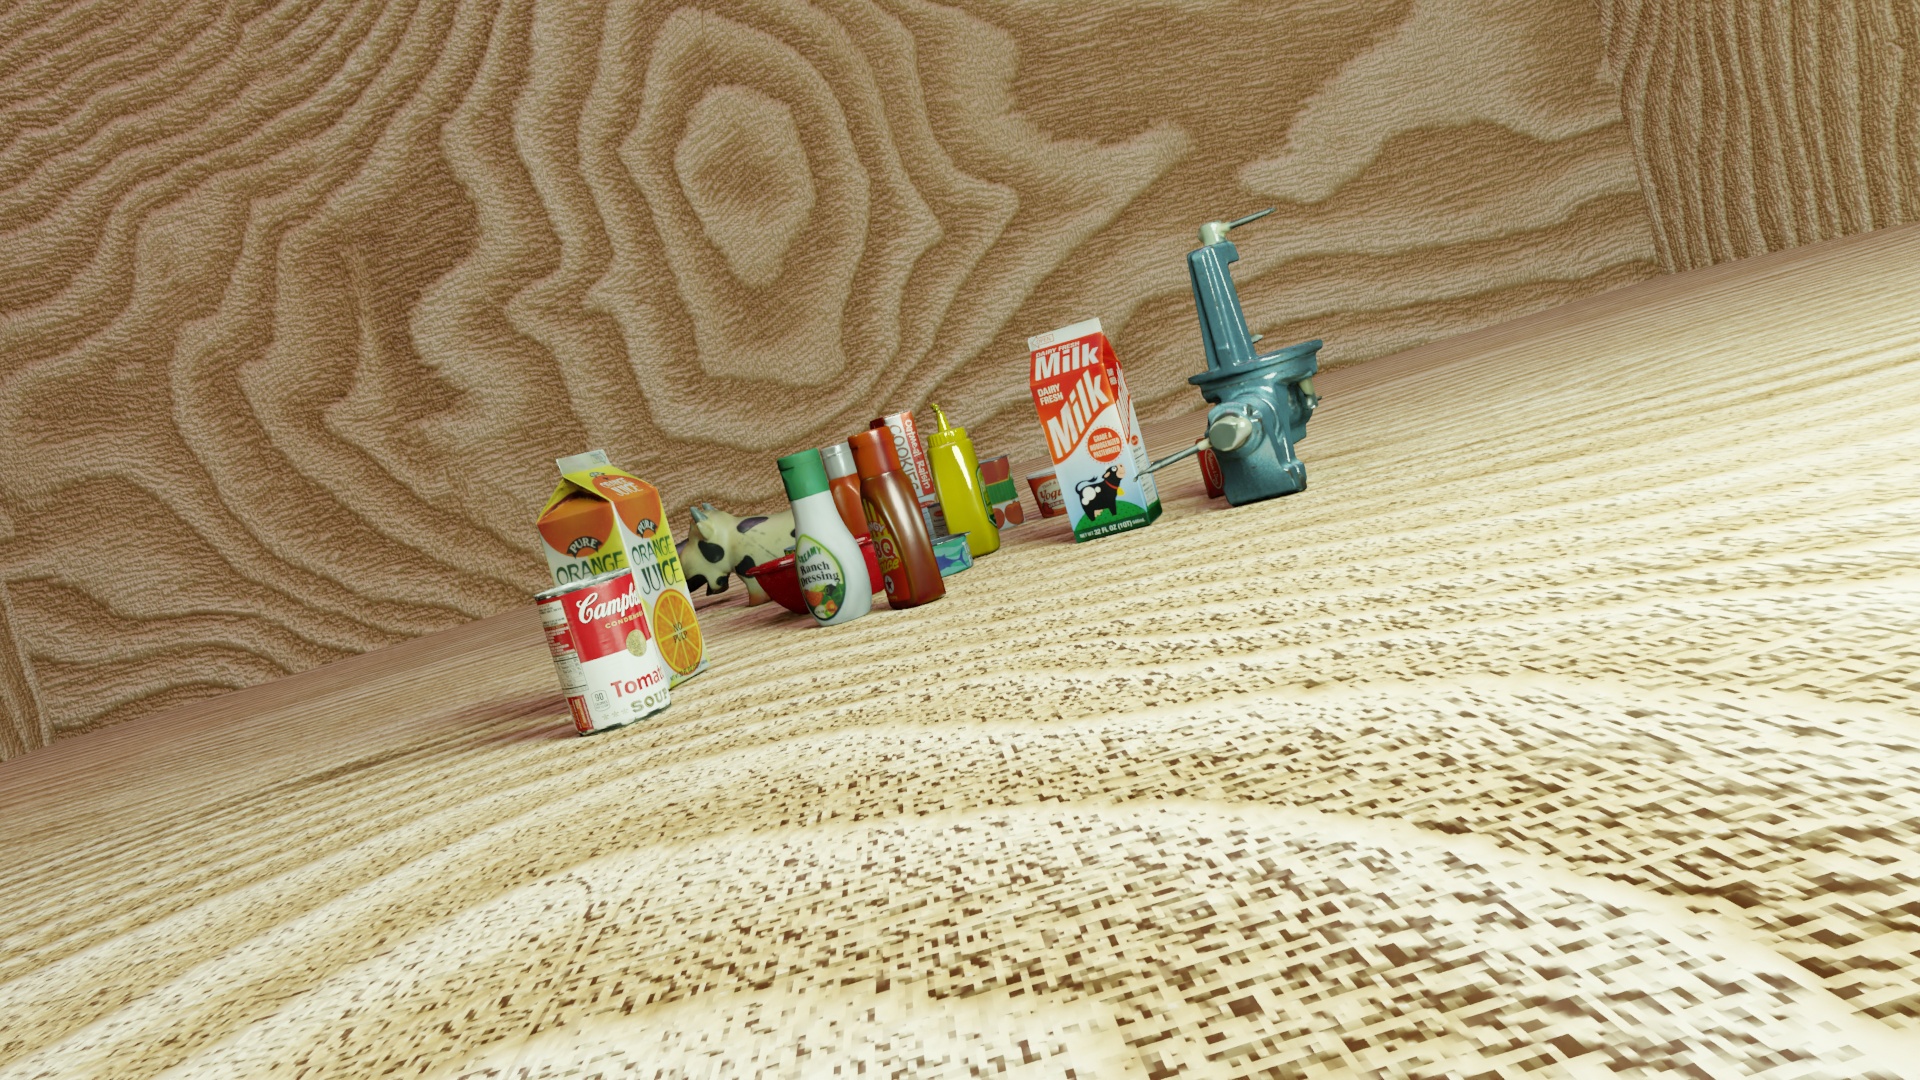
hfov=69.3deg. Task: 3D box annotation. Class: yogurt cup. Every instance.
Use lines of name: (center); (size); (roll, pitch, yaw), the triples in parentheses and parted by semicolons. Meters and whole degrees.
yogurt cup: (0.115, -0.059, 1.610); (0.072, 0.054, 0.072); (-16, 4, 1)

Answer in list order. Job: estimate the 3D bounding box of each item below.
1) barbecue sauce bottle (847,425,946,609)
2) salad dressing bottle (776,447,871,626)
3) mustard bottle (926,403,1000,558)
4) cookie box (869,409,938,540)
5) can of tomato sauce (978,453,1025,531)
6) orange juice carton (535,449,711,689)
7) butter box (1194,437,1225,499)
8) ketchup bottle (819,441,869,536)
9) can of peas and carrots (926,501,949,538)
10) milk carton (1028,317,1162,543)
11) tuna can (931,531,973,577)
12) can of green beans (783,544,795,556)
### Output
barbecue sauce bottle: (-0.055, -0.019, 1.147); (0.044, 0.148, 0.065); (-18, 5, -25)
salad dressing bottle: (-0.118, -0.003, 1.175); (0.064, 0.147, 0.044); (-13, 5, 39)
mustard bottle: (-0.002, -0.062, 1.392); (0.049, 0.160, 0.065); (-16, 4, 8)
cookie box: (-0.067, -0.076, 1.732); (0.040, 0.167, 0.123); (-17, 4, -11)
can of tomato sauce: (0.036, -0.053, 1.637); (0.071, 0.083, 0.071); (-16, 4, 1)
orange juice carton: (-0.267, 0.025, 1.078); (0.073, 0.192, 0.072); (-15, 4, 18)
butter box: (0.244, -0.073, 1.343); (0.024, 0.053, 0.104); (-15, 5, 12)
ketchup bottle: (-0.126, -0.039, 1.621); (0.064, 0.148, 0.043); (-15, 4, 15)
can of peas and carrots: (0.005, -0.019, 1.482); (0.071, 0.058, 0.071); (-16, 4, 1)
milk carton: (0.119, -0.101, 1.262); (0.072, 0.190, 0.073); (-15, 4, 20)
tuna can: (-0.020, 0.016, 1.318); (0.071, 0.033, 0.071); (-16, 5, 1)
can of green beans: (-0.146, 0.028, 1.460); (0.071, 0.057, 0.071); (-16, 4, 1)
